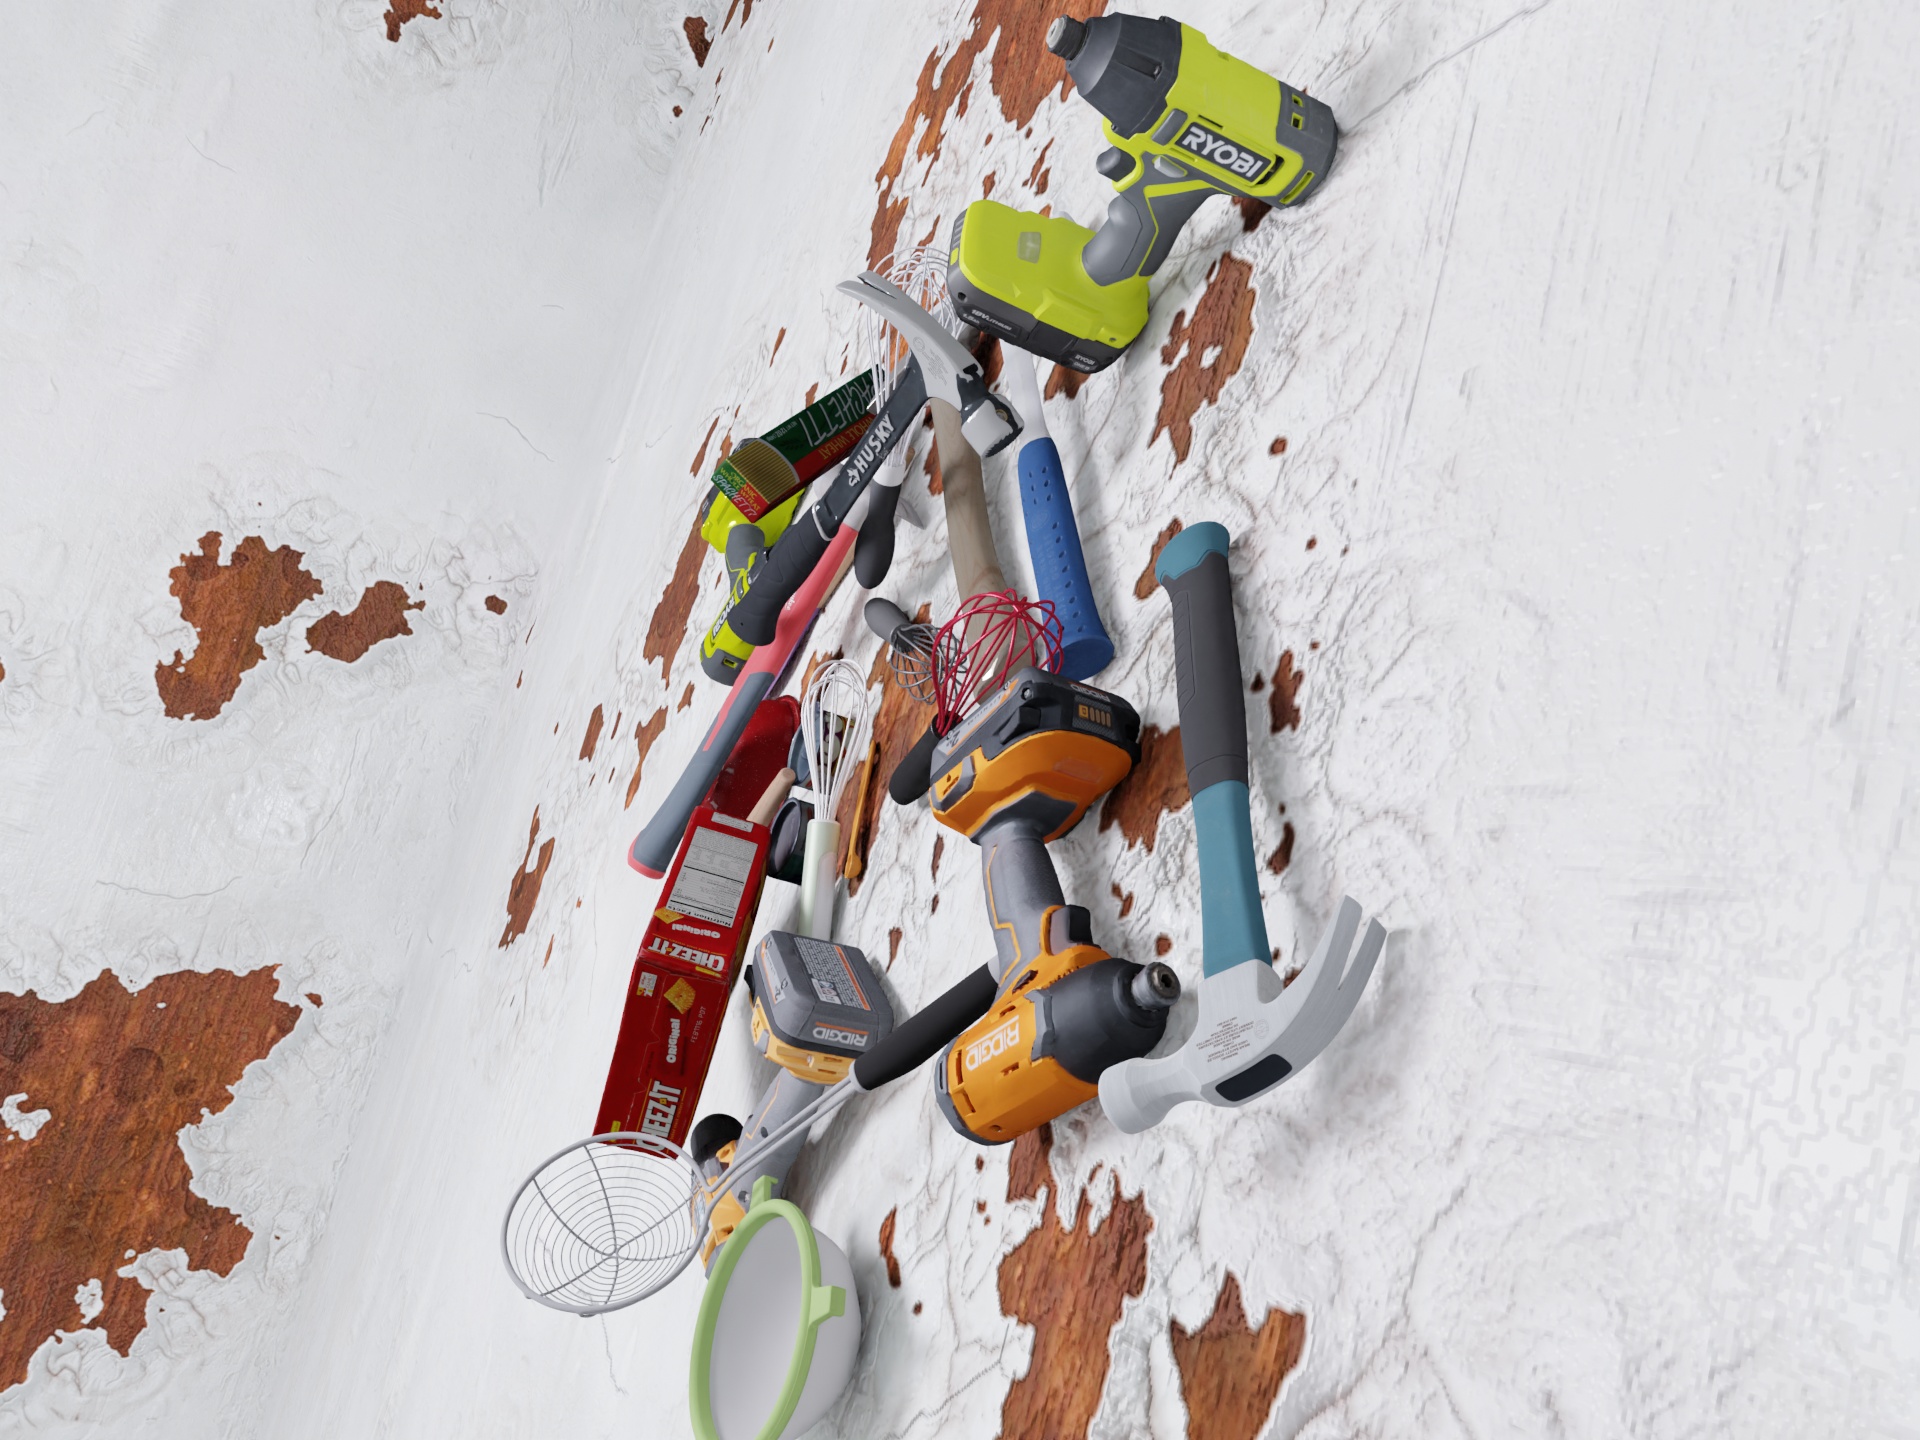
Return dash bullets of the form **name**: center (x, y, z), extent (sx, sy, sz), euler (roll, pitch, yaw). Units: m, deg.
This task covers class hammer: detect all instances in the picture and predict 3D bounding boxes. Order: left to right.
- **hammer**: center (-0.165, -0.031, 1.334), extent (0.386, 0.038, 0.143), euler (-60, 38, 4)
- **hammer**: center (-0.096, -0.159, 1.153), extent (0.036, 0.149, 0.409), euler (-36, -4, -35)
- **hammer**: center (-0.003, -0.159, 1.161), extent (0.146, 0.038, 0.411), euler (-42, 37, 31)
- **hammer**: center (0.045, -0.185, 1.064), extent (0.144, 0.035, 0.406), euler (-29, 45, 24)
- **hammer**: center (0.120, 0.026, 0.749), extent (0.128, 0.033, 0.331), euler (-28, 39, 29)

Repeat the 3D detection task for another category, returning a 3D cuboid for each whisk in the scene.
- **whisk**: center (-0.101, 0.070, 1.196), extent (0.059, 0.057, 0.246), euler (-10, 69, 40)
- **whisk**: center (-0.045, -0.205, 1.130), extent (0.070, 0.070, 0.284), euler (-97, 15, -46)
- **whisk**: center (-0.039, -0.059, 1.180), extent (0.055, 0.055, 0.239), euler (-67, 19, 9)
- **whisk**: center (-0.002, -0.003, 0.988), extent (0.295, 0.073, 0.073), euler (124, 156, -63)

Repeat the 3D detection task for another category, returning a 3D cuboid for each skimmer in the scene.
- **skimmer**: center (-0.122, 0.233, 0.943), extent (0.363, 0.090, 0.127), euler (-39, 35, 19)

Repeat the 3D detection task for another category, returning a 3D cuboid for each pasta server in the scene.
- **pasta server**: center (-0.206, 0.123, 1.362), extent (0.316, 0.040, 0.060), euler (-53, 14, 48)

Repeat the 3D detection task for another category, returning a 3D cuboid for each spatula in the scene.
- **spatula**: center (-0.119, -0.122, 1.423), extent (0.315, 0.018, 0.060), euler (-54, 21, 35)

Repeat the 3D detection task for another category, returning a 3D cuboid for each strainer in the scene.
- **strainer**: center (-0.119, 0.416, 0.945), extent (0.152, 0.069, 0.256), euler (26, 95, 64)

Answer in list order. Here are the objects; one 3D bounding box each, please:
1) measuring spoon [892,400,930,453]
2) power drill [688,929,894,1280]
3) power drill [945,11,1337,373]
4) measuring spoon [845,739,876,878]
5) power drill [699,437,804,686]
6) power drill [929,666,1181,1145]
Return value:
- **measuring spoon**: center (-0.039, -0.250, 1.361), extent (0.124, 0.018, 0.034), euler (-58, 41, 40)
- **power drill**: center (-0.130, 0.260, 1.088), extent (0.226, 0.084, 0.185), euler (-70, 22, 12)
- **power drill**: center (0.088, -0.314, 0.945), extent (0.223, 0.171, 0.080), euler (-39, 38, 55)
- **measuring spoon**: center (-0.072, 0.066, 1.192), extent (0.021, 0.011, 0.117), euler (122, 160, -57)
- **power drill**: center (-0.191, -0.169, 1.546), extent (0.190, 0.080, 0.229), euler (-52, 32, 36)
- **power drill**: center (0.050, 0.089, 0.830), extent (0.164, 0.084, 0.227), euler (-41, 41, 45)
